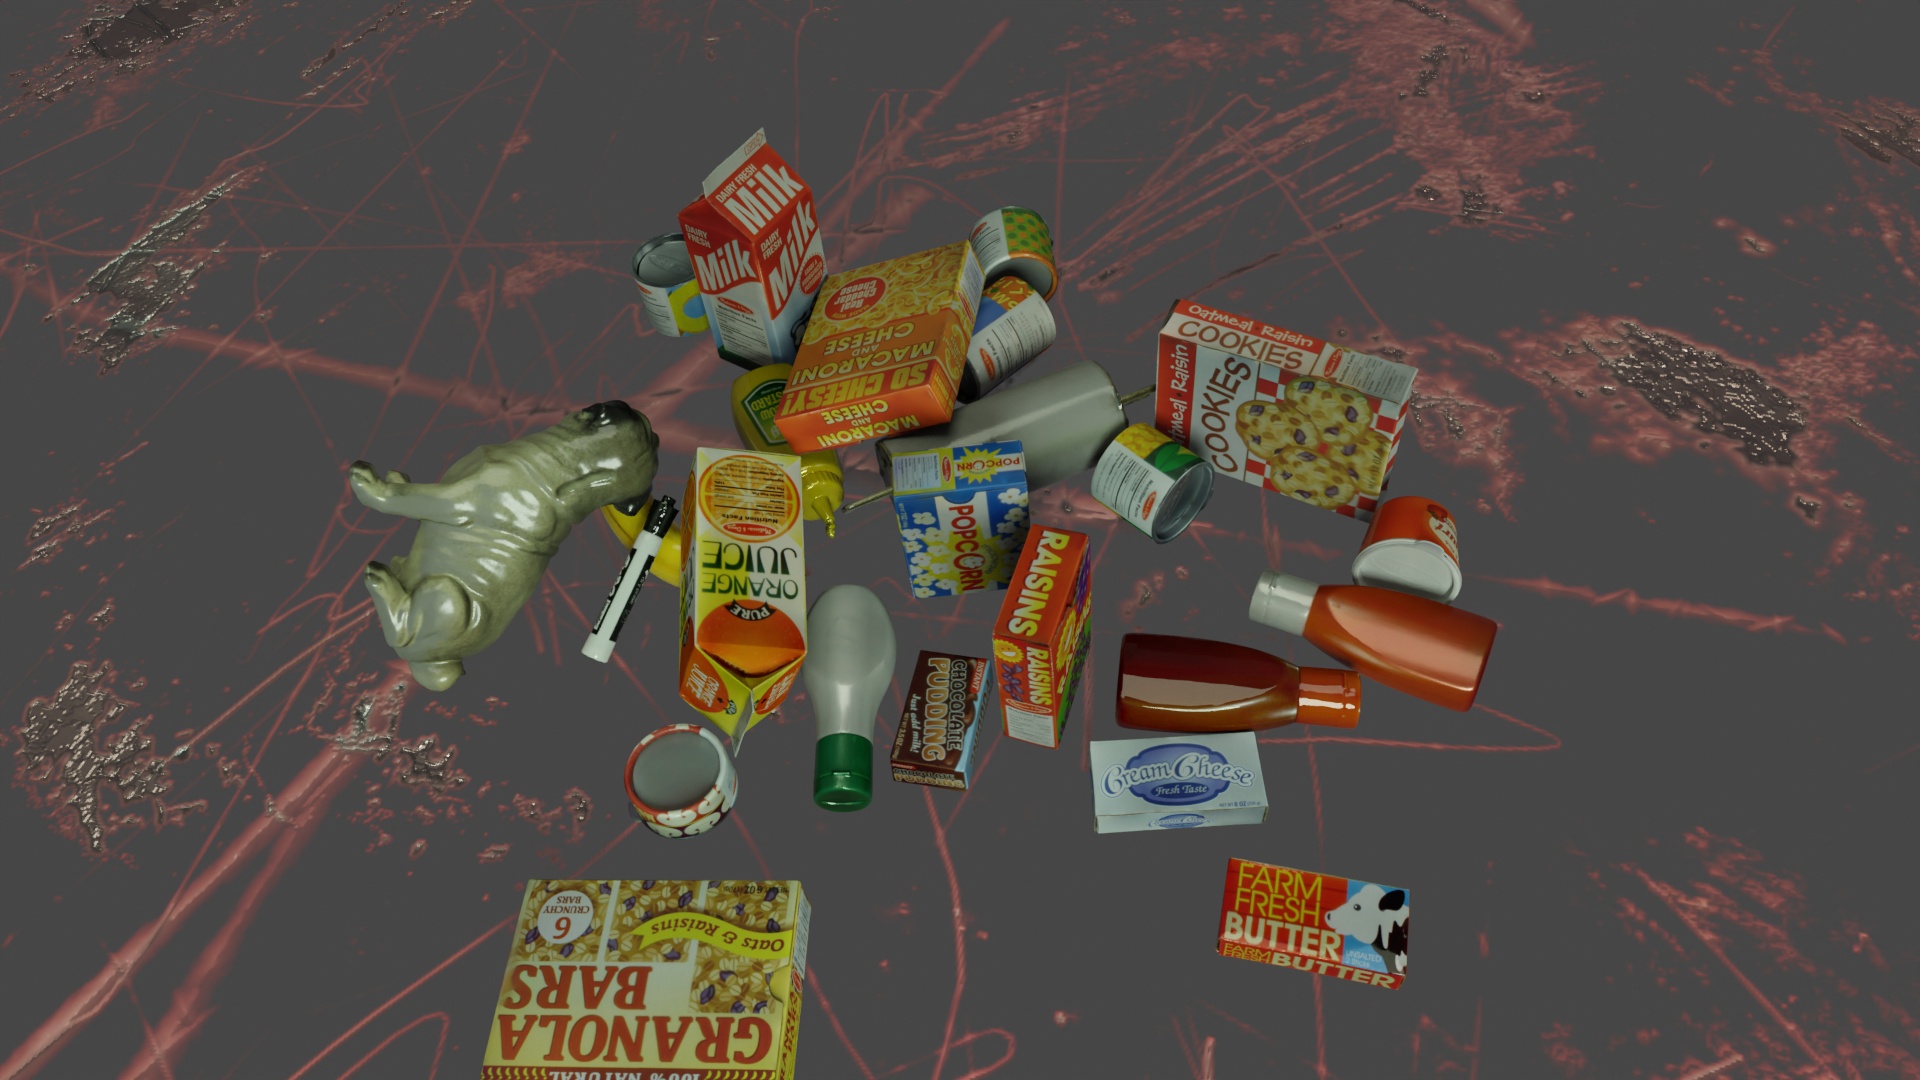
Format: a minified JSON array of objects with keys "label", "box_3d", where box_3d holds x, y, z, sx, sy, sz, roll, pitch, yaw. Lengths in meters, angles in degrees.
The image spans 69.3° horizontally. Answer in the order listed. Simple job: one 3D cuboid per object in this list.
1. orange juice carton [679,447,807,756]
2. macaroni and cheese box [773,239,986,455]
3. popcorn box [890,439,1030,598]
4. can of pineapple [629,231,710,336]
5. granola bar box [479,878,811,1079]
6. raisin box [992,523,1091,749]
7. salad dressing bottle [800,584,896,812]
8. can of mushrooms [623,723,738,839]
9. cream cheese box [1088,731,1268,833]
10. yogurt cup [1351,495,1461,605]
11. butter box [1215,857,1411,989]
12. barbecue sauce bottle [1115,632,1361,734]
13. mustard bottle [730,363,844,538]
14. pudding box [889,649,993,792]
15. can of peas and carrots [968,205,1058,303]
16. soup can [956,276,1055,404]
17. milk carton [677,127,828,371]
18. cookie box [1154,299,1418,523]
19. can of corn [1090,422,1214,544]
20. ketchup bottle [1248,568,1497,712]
[{"label":"orange juice carton","box_3d":[-0.143,0.039,0.909,0.073,0.071,0.193,5,57,-18]},{"label":"macaroni and cheese box","box_3d":[-0.054,-0.140,1.001,0.123,0.040,0.167,-10,43,23]},{"label":"popcorn box","box_3d":[0.003,-0.012,0.918,0.085,0.126,0.038,-6,57,2]},{"label":"can of pineapple","box_3d":[-0.229,-0.210,1.135,0.071,0.057,0.071,-3,53,4]},{"label":"granola bar box","box_3d":[-0.175,0.256,0.786,0.165,0.038,0.125,-1,53,5]},{"label":"raisin box","box_3d":[0.053,0.061,0.860,0.040,0.122,0.086,12,55,15]},{"label":"salad dressing bottle","box_3d":[-0.074,0.100,0.893,0.064,0.043,0.148,0,54,-1]},{"label":"can of mushrooms","box_3d":[-0.177,0.151,0.870,0.071,0.033,0.071,-2,53,3]},{"label":"cream cheese box","box_3d":[0.131,0.147,0.848,0.104,0.024,0.053,-4,51,2]},{"label":"yogurt cup","box_3d":[0.296,0.008,0.915,0.072,0.072,0.054,12,47,14]},{"label":"butter box","box_3d":[0.200,0.216,0.789,0.103,0.024,0.053,8,53,11]},{"label":"barbecue sauce bottle","box_3d":[0.173,0.093,0.873,0.148,0.043,0.065,4,46,8]},{"label":"mustard bottle","box_3d":[-0.119,-0.063,1.018,0.065,0.048,0.161,-22,54,-12]},{"label":"pudding box","box_3d":[-0.011,0.114,0.884,0.050,0.030,0.084,8,54,11]},{"label":"can of peas and carrots","box_3d":[0.045,-0.223,1.115,0.071,0.070,0.059,-8,53,0]},{"label":"soup can","box_3d":[0.020,-0.154,1.064,0.084,0.071,0.071,-39,59,-22]},{"label":"milk carton","box_3d":[-0.153,-0.214,1.047,0.073,0.189,0.073,24,59,22]},{"label":"cookie box","box_3d":[0.218,-0.089,0.958,0.167,0.122,0.040,21,57,20]},{"label":"can of corn","box_3d":[0.135,-0.041,0.967,0.071,0.070,0.058,-40,59,-22]},{"label":"ketchup bottle","box_3d":[0.262,0.057,0.892,0.149,0.043,0.065,19,56,19]}]
